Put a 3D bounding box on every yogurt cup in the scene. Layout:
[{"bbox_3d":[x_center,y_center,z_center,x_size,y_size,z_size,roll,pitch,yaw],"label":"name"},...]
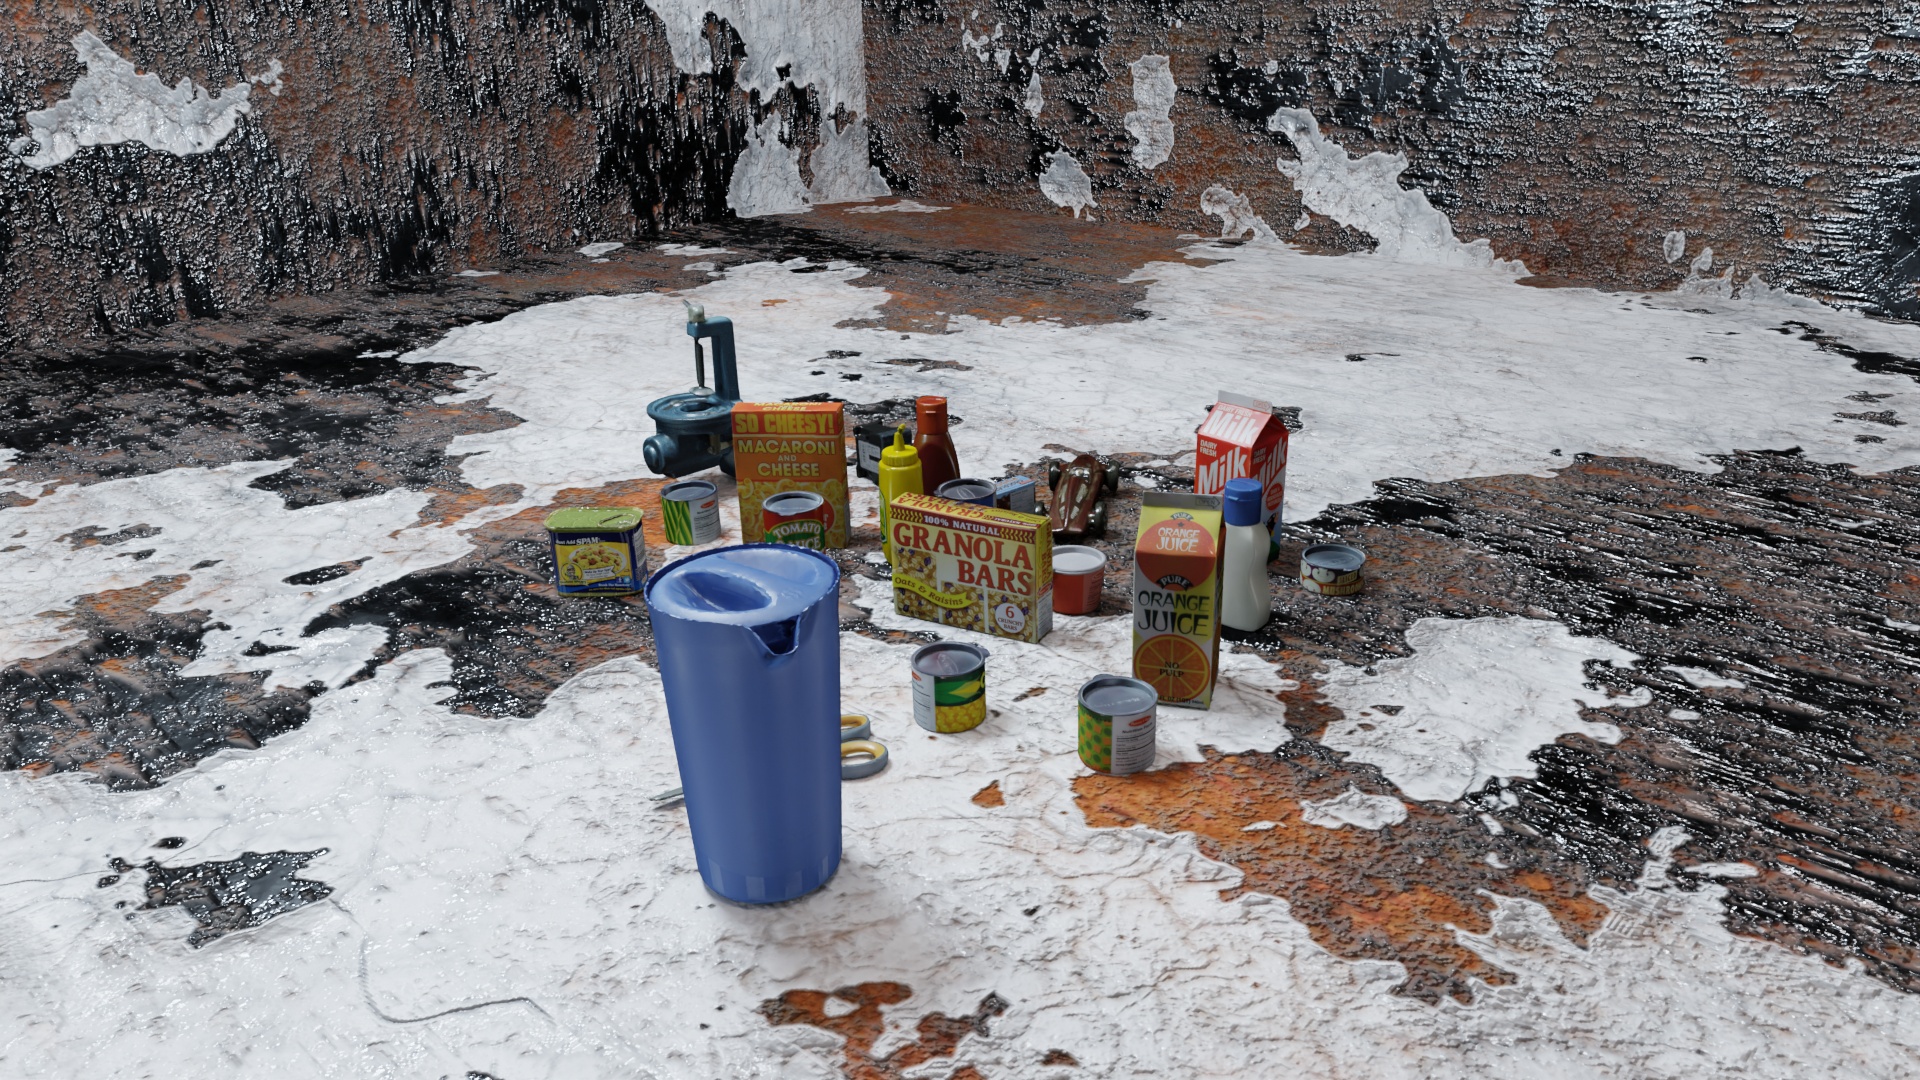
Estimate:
[{"bbox_3d":[0.116,0.041,1.434,0.072,0.053,0.073,-1,23,1],"label":"yogurt cup"}]

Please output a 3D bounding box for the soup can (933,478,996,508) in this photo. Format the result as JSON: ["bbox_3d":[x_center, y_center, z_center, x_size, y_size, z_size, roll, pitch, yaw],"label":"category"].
[{"bbox_3d":[0.006,-0.019,1.547,0.071,0.083,0.071,-1,22,1],"label":"soup can"}]

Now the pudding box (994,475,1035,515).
[{"bbox_3d":[0.051,-0.043,1.644,0.084,0.049,0.030,-20,28,-37],"label":"pudding box"}]

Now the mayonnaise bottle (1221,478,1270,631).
[{"bbox_3d":[0.276,0.013,1.370,0.065,0.147,0.041,18,29,39],"label":"mayonnaise bottle"}]

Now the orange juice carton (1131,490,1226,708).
[{"bbox_3d":[0.195,0.047,1.237,0.072,0.191,0.073,5,23,16],"label":"orange juice carton"}]

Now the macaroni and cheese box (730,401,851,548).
[{"bbox_3d":[-0.192,-0.075,1.585,0.124,0.165,0.040,0,22,5],"label":"macaroni and cheese box"}]

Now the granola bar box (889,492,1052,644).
[{"bbox_3d":[0.009,0.026,1.386,0.165,0.123,0.039,10,25,27],"label":"granola bar box"}]

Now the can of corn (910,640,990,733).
[{"bbox_3d":[-0.008,0.129,1.227,0.071,0.058,0.071,-1,23,1],"label":"can of corn"}]

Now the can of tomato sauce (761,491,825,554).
[{"bbox_3d":[-0.181,-0.004,1.522,0.071,0.082,0.071,-1,22,1],"label":"can of tomato sauce"}]

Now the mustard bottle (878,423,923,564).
[{"bbox_3d":[-0.066,-0.054,1.535,0.049,0.159,0.065,-6,23,-11],"label":"mustard bottle"}]

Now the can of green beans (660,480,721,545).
[{"bbox_3d":[-0.316,-0.033,1.632,0.071,0.057,0.071,-1,23,1],"label":"can of green beans"}]

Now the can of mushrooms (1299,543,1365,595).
[{"bbox_3d":[0.394,0.031,1.466,0.071,0.033,0.071,-1,23,1],"label":"can of mushrooms"}]

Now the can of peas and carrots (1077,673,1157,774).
[{"bbox_3d":[0.130,0.153,1.161,0.071,0.058,0.071,-1,23,1],"label":"can of peas and carrots"}]

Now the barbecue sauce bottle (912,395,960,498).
[{"bbox_3d":[-0.032,-0.096,1.649,0.065,0.148,0.044,0,22,4],"label":"barbecue sauce bottle"}]

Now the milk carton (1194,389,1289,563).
[{"bbox_3d":[0.303,-0.066,1.503,0.074,0.189,0.072,-22,30,-40],"label":"milk carton"}]
